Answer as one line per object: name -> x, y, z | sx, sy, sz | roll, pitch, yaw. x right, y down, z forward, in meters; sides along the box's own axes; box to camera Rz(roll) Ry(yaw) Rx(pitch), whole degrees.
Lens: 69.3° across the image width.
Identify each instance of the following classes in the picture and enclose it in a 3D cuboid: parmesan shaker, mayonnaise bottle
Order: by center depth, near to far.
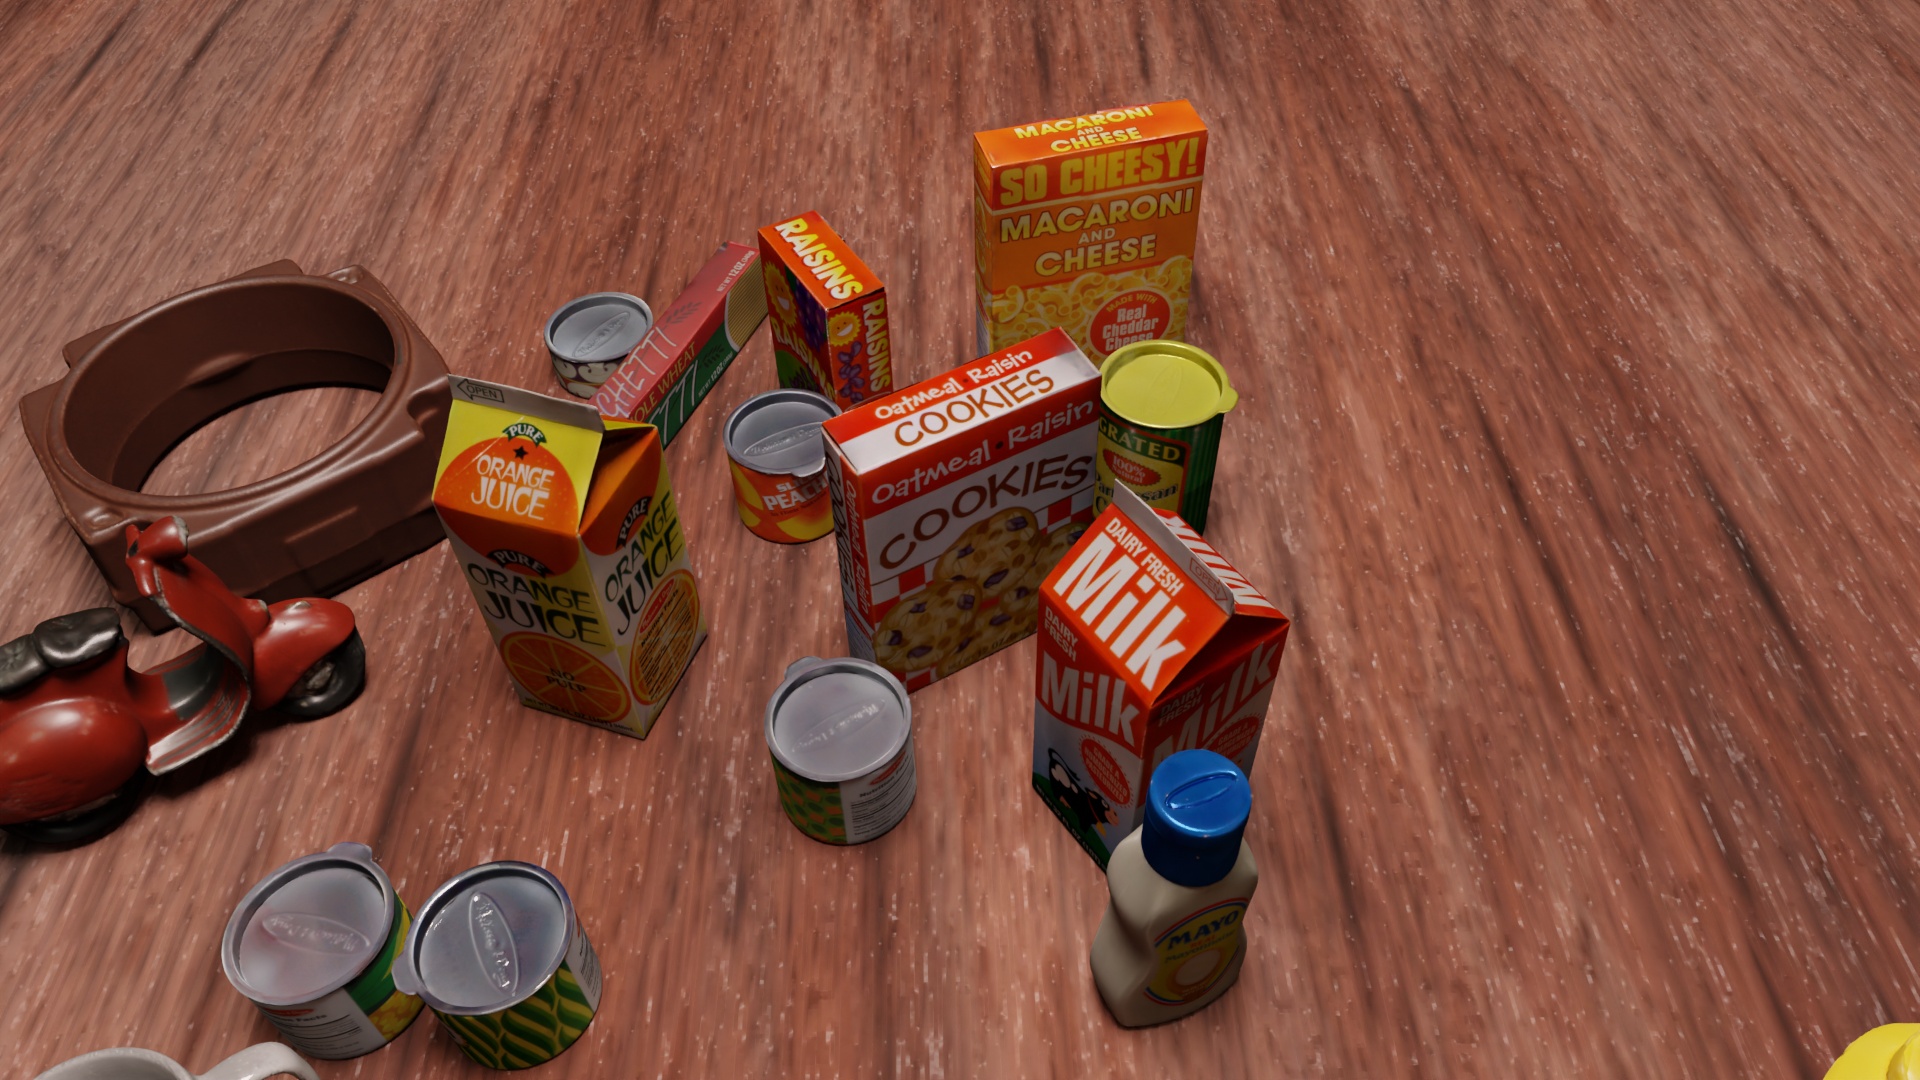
mayonnaise bottle -> 0.085, 0.137, 0.539 | 0.065, 0.147, 0.041 | -18, 50, -14
parmesan shaker -> 0.105, -0.045, 0.733 | 0.071, 0.102, 0.072 | -1, 48, 1

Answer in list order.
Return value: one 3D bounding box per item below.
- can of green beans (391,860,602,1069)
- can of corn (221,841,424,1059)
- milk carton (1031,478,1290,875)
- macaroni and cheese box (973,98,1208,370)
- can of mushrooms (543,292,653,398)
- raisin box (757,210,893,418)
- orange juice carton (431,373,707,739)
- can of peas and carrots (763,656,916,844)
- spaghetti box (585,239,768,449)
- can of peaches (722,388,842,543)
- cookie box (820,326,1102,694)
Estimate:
can of green beans -> -0.186, 0.175, 0.572 | 0.071, 0.057, 0.071 | -1, 48, 1
can of corn -> -0.259, 0.171, 0.578 | 0.071, 0.058, 0.071 | -1, 48, 1
milk carton -> 0.080, 0.060, 0.581 | 0.074, 0.189, 0.072 | -27, 53, -21
macaroni and cheese box -> 0.071, -0.164, 0.800 | 0.124, 0.165, 0.040 | -12, 49, -9
can of mushrooms -> -0.218, -0.119, 0.856 | 0.071, 0.033, 0.071 | -1, 48, 1
raisin box -> -0.073, -0.111, 0.784 | 0.040, 0.122, 0.086 | -24, 52, -19
orange juice carton -> -0.177, 0.002, 0.638 | 0.072, 0.191, 0.073 | 13, 50, 13
can of peas and carrots -> -0.055, 0.096, 0.640 | 0.071, 0.058, 0.071 | -1, 48, 1
spaghetti box -> -0.181, -0.083, 0.811 | 0.029, 0.050, 0.251 | 16, 50, 15
can of peaches -> -0.093, -0.039, 0.763 | 0.071, 0.057, 0.071 | -1, 48, 1
cookie box -> 0.002, -0.008, 0.660 | 0.123, 0.166, 0.040 | -24, 52, -19
